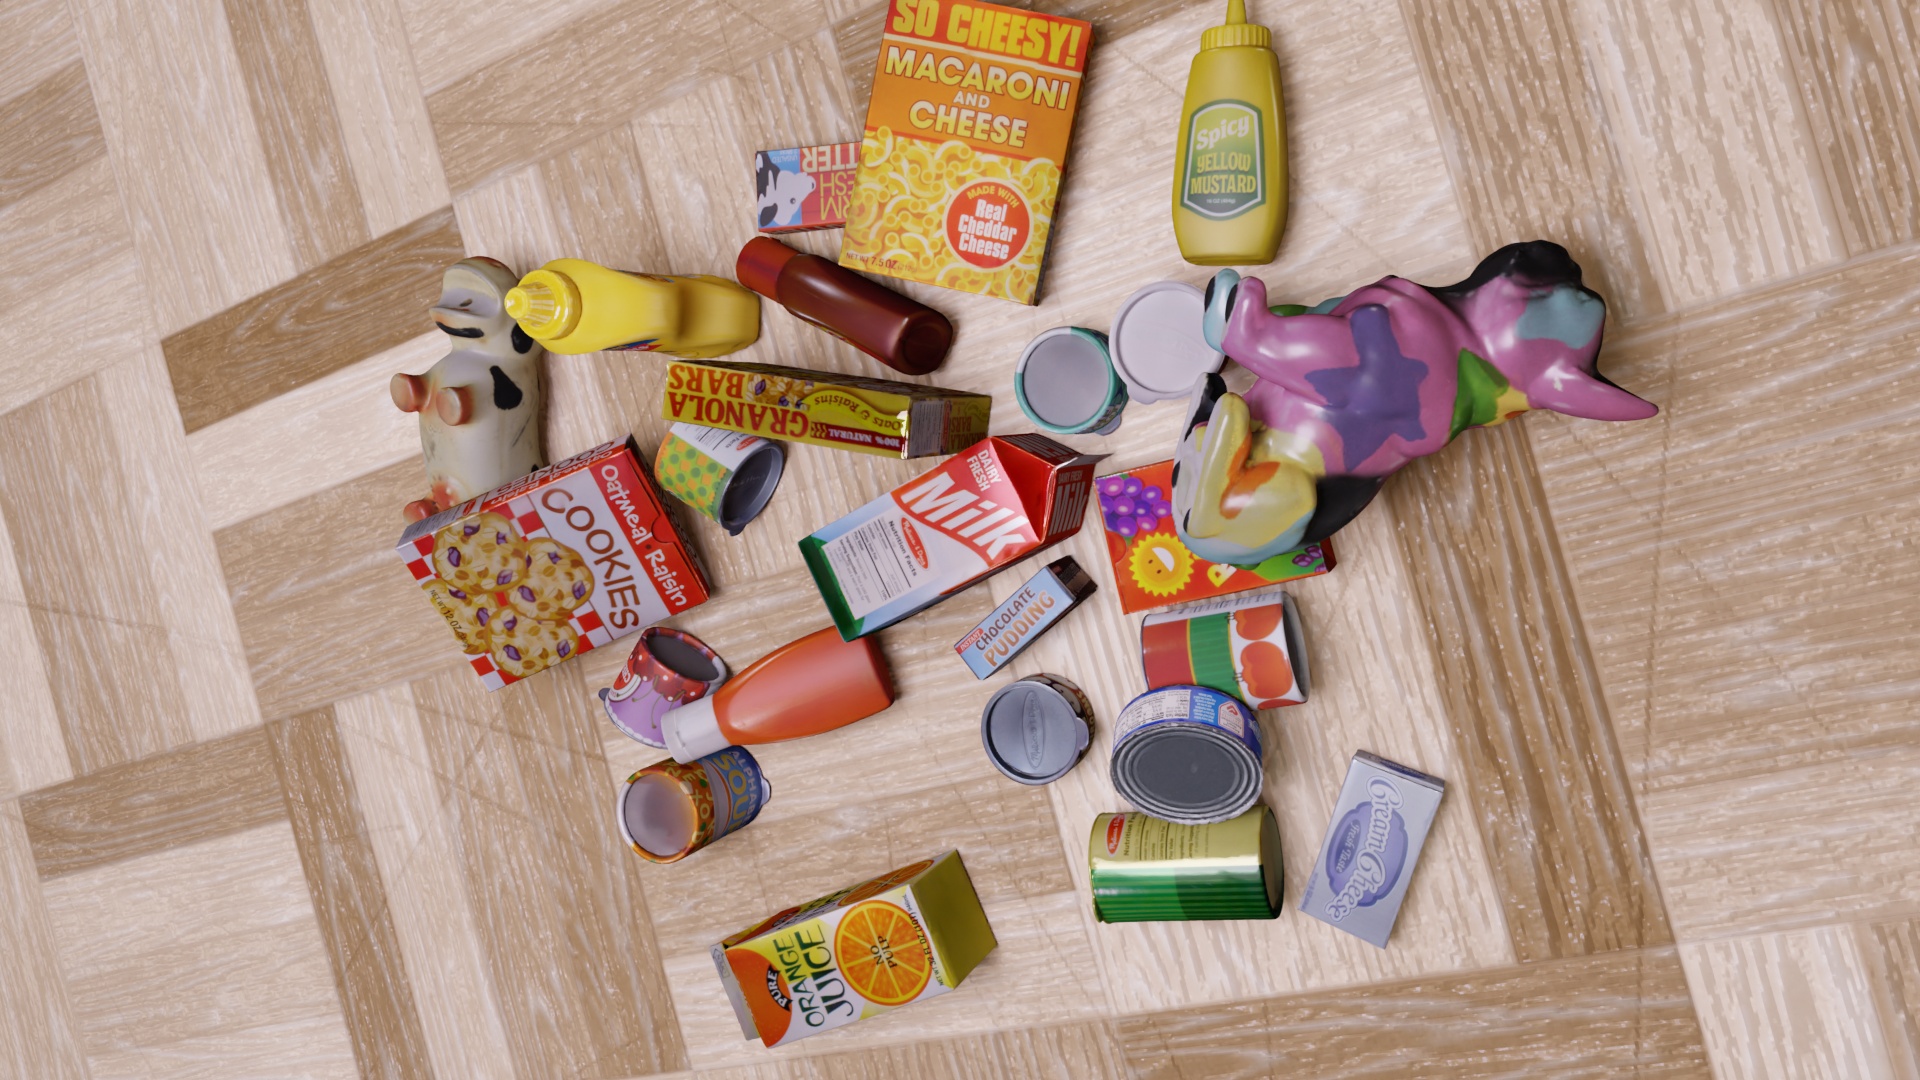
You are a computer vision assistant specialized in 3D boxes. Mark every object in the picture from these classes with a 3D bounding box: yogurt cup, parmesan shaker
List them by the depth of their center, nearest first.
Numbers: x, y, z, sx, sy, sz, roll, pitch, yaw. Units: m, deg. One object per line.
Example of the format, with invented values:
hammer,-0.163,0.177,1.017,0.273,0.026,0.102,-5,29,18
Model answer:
yogurt cup,0.126,-0.115,0.808,0.072,0.054,0.072,2,96,22
parmesan shaker,0.135,0.195,0.825,0.103,0.071,0.071,-7,93,23

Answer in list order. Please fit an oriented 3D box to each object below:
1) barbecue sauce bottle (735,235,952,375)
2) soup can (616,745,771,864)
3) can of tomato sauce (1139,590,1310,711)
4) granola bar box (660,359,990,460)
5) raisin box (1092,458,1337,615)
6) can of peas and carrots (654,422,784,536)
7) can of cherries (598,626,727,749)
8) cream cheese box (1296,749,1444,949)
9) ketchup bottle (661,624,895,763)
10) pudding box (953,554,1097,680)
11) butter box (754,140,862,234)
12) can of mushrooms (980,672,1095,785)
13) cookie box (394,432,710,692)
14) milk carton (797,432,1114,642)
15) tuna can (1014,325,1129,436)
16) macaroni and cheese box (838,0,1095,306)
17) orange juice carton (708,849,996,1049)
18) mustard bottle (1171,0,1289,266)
barbecue sauce bottle,-0.079,-0.153,0.887,0.149,0.065,0.043,30,104,26
soup can,-0.181,0.177,0.948,0.071,0.084,0.071,2,96,22
can of tomato sauce,0.155,0.070,0.807,0.083,0.071,0.071,-12,91,23
granola bar box,-0.080,-0.083,0.858,0.165,0.124,0.039,11,99,21
raisin box,0.148,-0.010,0.817,0.123,0.040,0.086,-13,91,24
can of peas and carrots,-0.162,-0.047,0.928,0.059,0.071,0.070,31,106,18
can of cherries,-0.205,0.100,0.958,0.071,0.071,0.058,37,108,15
cream cheese box,0.238,0.178,0.805,0.053,0.024,0.103,20,102,19
ketchup bottle,-0.121,0.105,0.913,0.149,0.043,0.064,-21,92,3
pudding box,0.041,0.047,0.861,0.083,0.050,0.030,-42,81,21
butter box,-0.084,-0.229,0.900,0.103,0.024,0.053,1,96,23
can of mushrooms,0.051,0.118,0.873,0.071,0.033,0.071,2,95,23
cookie box,-0.271,0.016,0.938,0.167,0.040,0.122,-23,115,2
milk carton,0.003,-0.011,0.860,0.190,0.072,0.073,-28,85,24
tuna can,0.069,-0.095,0.845,0.071,0.033,0.071,2,96,23
macaroni and cheese box,0.003,-0.236,0.841,0.124,0.040,0.166,13,100,6
orange juice carton,-0.082,0.276,0.922,0.192,0.073,0.072,-25,86,23
mustard bottle,0.154,-0.238,0.787,0.065,0.049,0.160,2,96,21
